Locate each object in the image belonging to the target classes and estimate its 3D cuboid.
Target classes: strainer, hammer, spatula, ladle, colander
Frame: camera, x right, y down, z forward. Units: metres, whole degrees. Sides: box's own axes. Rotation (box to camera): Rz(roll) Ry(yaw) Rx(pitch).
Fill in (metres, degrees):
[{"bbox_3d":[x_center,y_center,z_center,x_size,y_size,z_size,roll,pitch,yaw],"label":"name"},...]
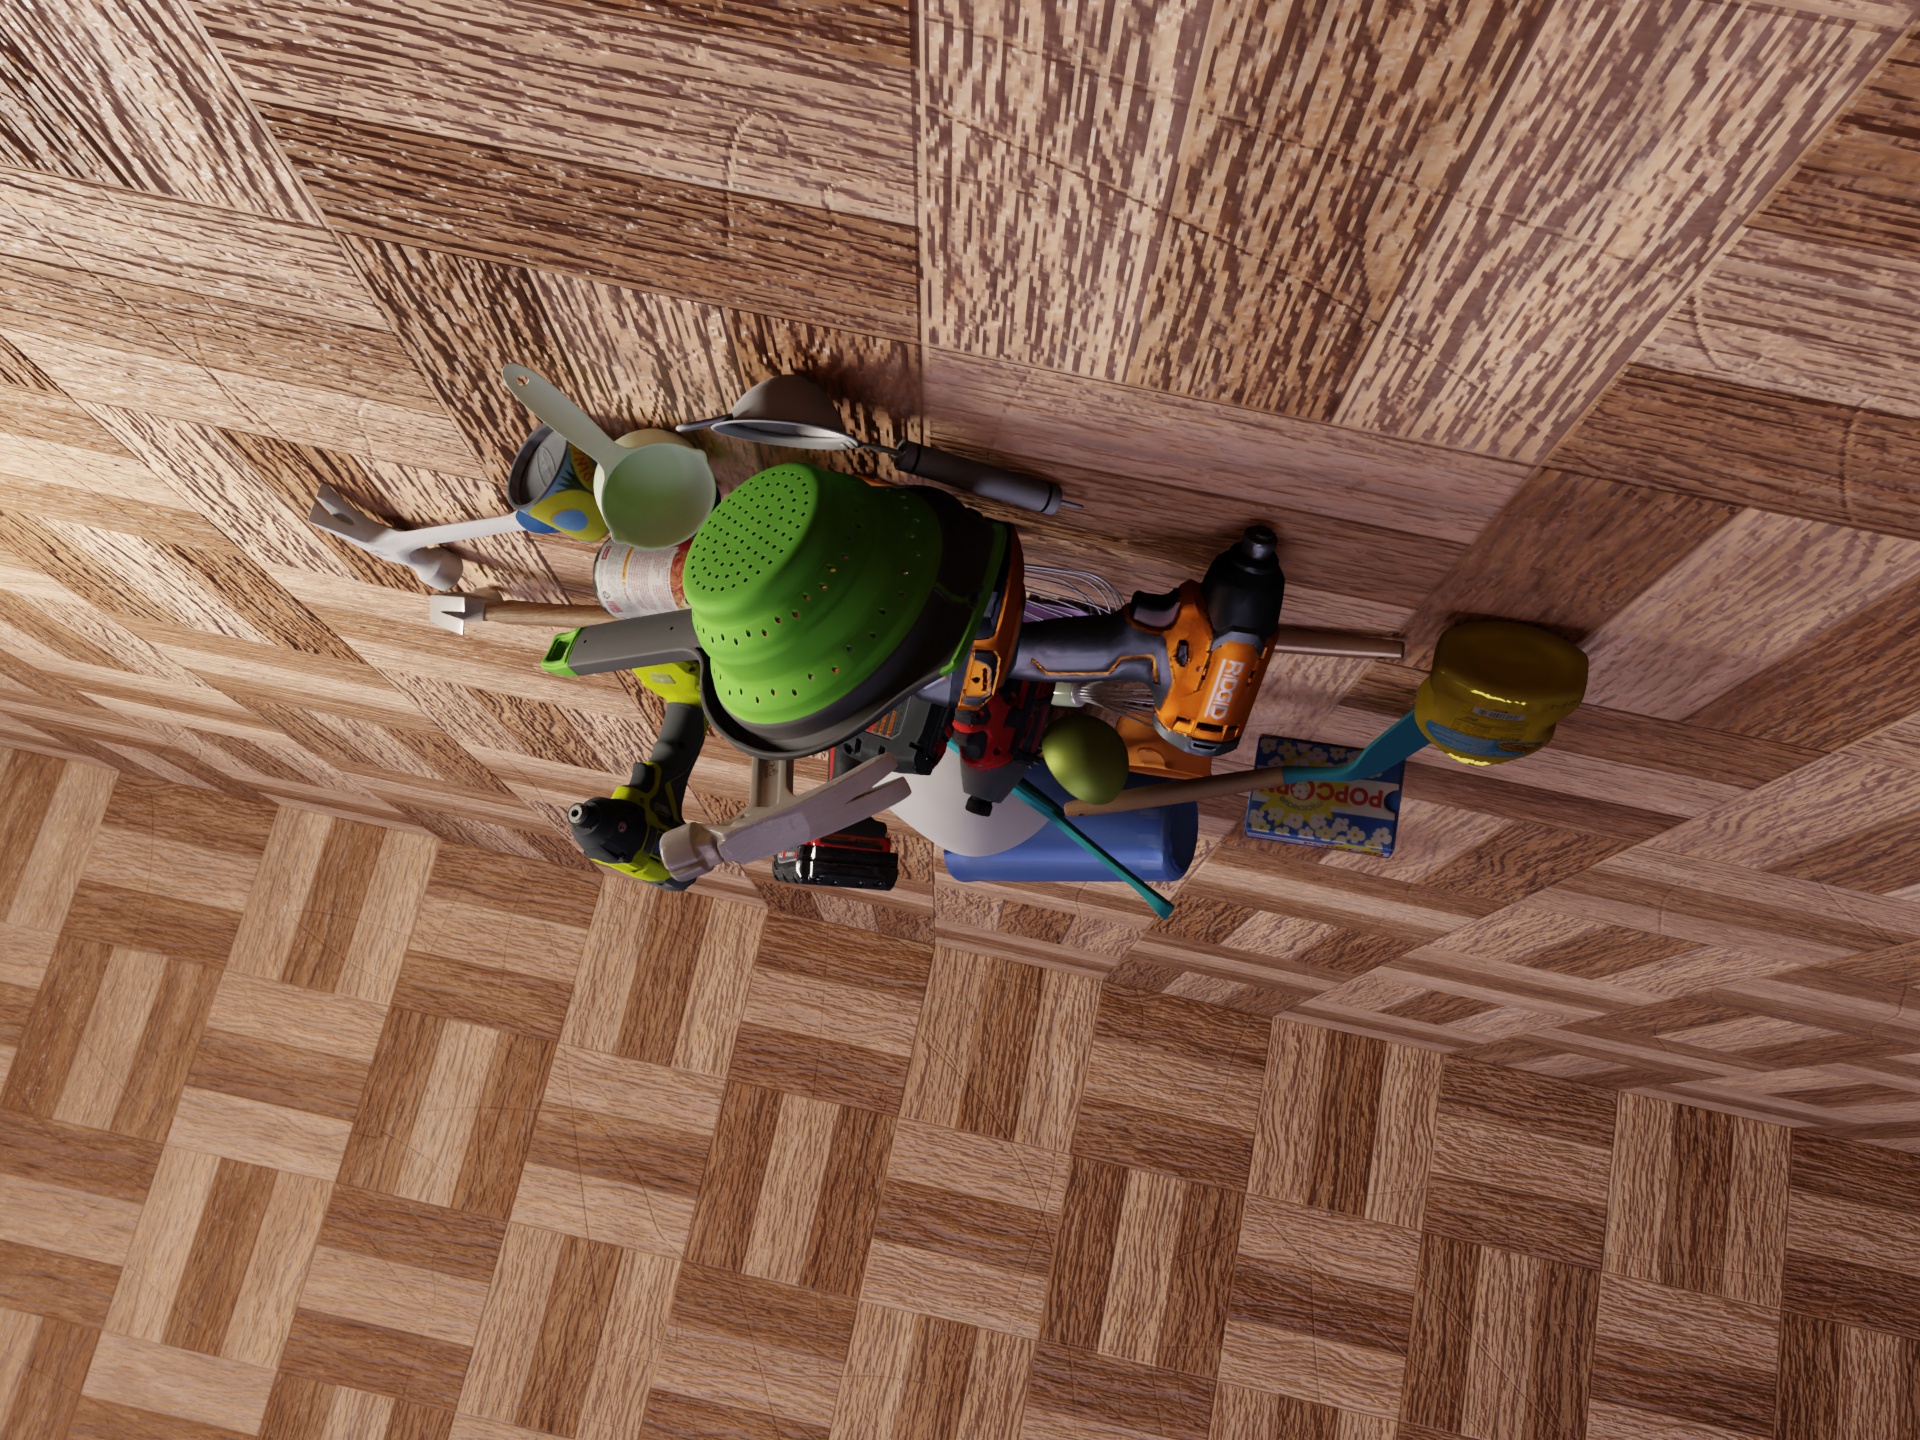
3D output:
[{"bbox_3d":[-0.039,-0.161,0.945,0.258,0.050,0.087,13,178,-24],"label":"strainer"},{"bbox_3d":[-0.297,-0.087,1.362,0.331,0.031,0.130,5,-172,11],"label":"hammer"},{"bbox_3d":[0.232,0.038,1.267,0.317,0.044,0.082,-11,158,21],"label":"spatula"},{"bbox_3d":[-0.114,-0.026,1.059,0.149,0.359,0.036,-22,119,8],"label":"hammer"},{"bbox_3d":[0.162,-0.065,1.161,0.316,0.018,0.059,7,162,23],"label":"spatula"},{"bbox_3d":[0.030,0.093,1.396,0.341,0.095,0.210,38,-178,22],"label":"strainer"},{"bbox_3d":[-0.339,-0.152,1.208,0.405,0.035,0.144,-1,160,39],"label":"hammer"},{"bbox_3d":[0.098,0.031,1.372,0.078,0.062,0.320,47,179,0],"label":"ladle"},{"bbox_3d":[-0.160,-0.080,1.001,0.397,0.205,0.094,-5,144,39],"label":"colander"}]

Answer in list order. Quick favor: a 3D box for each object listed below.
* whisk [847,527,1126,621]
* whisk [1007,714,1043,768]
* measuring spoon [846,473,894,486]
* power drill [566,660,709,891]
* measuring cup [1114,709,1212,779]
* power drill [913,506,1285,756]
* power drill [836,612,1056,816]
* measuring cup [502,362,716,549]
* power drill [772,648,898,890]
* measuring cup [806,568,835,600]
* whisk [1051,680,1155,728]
[{"bbox_3d":[-0.016,-0.106,1.098,0.284,0.070,0.070,20,164,-5],"label":"whisk"},{"bbox_3d":[0.056,0.018,1.417,0.055,0.055,0.239,11,179,6],"label":"whisk"},{"bbox_3d":[-0.025,-0.140,1.055,0.116,0.011,0.021,18,163,-18],"label":"measuring spoon"},{"bbox_3d":[-0.276,0.028,1.440,0.080,0.223,0.171,5,162,25],"label":"power drill"},{"bbox_3d":[0.166,0.014,1.327,0.095,0.052,0.173,8,173,12],"label":"measuring cup"},{"bbox_3d":[0.092,-0.067,1.017,0.226,0.084,0.164,9,129,-5],"label":"power drill"},{"bbox_3d":[-0.002,-0.004,1.198,0.079,0.143,0.219,18,180,28],"label":"power drill"},{"bbox_3d":[-0.227,-0.176,1.007,0.167,0.083,0.038,41,-172,-39],"label":"measuring cup"},{"bbox_3d":[-0.098,0.019,1.280,0.080,0.227,0.188,7,174,-17],"label":"power drill"},{"bbox_3d":[-0.117,-0.096,1.242,0.062,0.029,0.156,21,165,-28],"label":"measuring cup"},{"bbox_3d":[0.105,-0.022,1.309,0.246,0.059,0.057,5,-169,38],"label":"whisk"}]
